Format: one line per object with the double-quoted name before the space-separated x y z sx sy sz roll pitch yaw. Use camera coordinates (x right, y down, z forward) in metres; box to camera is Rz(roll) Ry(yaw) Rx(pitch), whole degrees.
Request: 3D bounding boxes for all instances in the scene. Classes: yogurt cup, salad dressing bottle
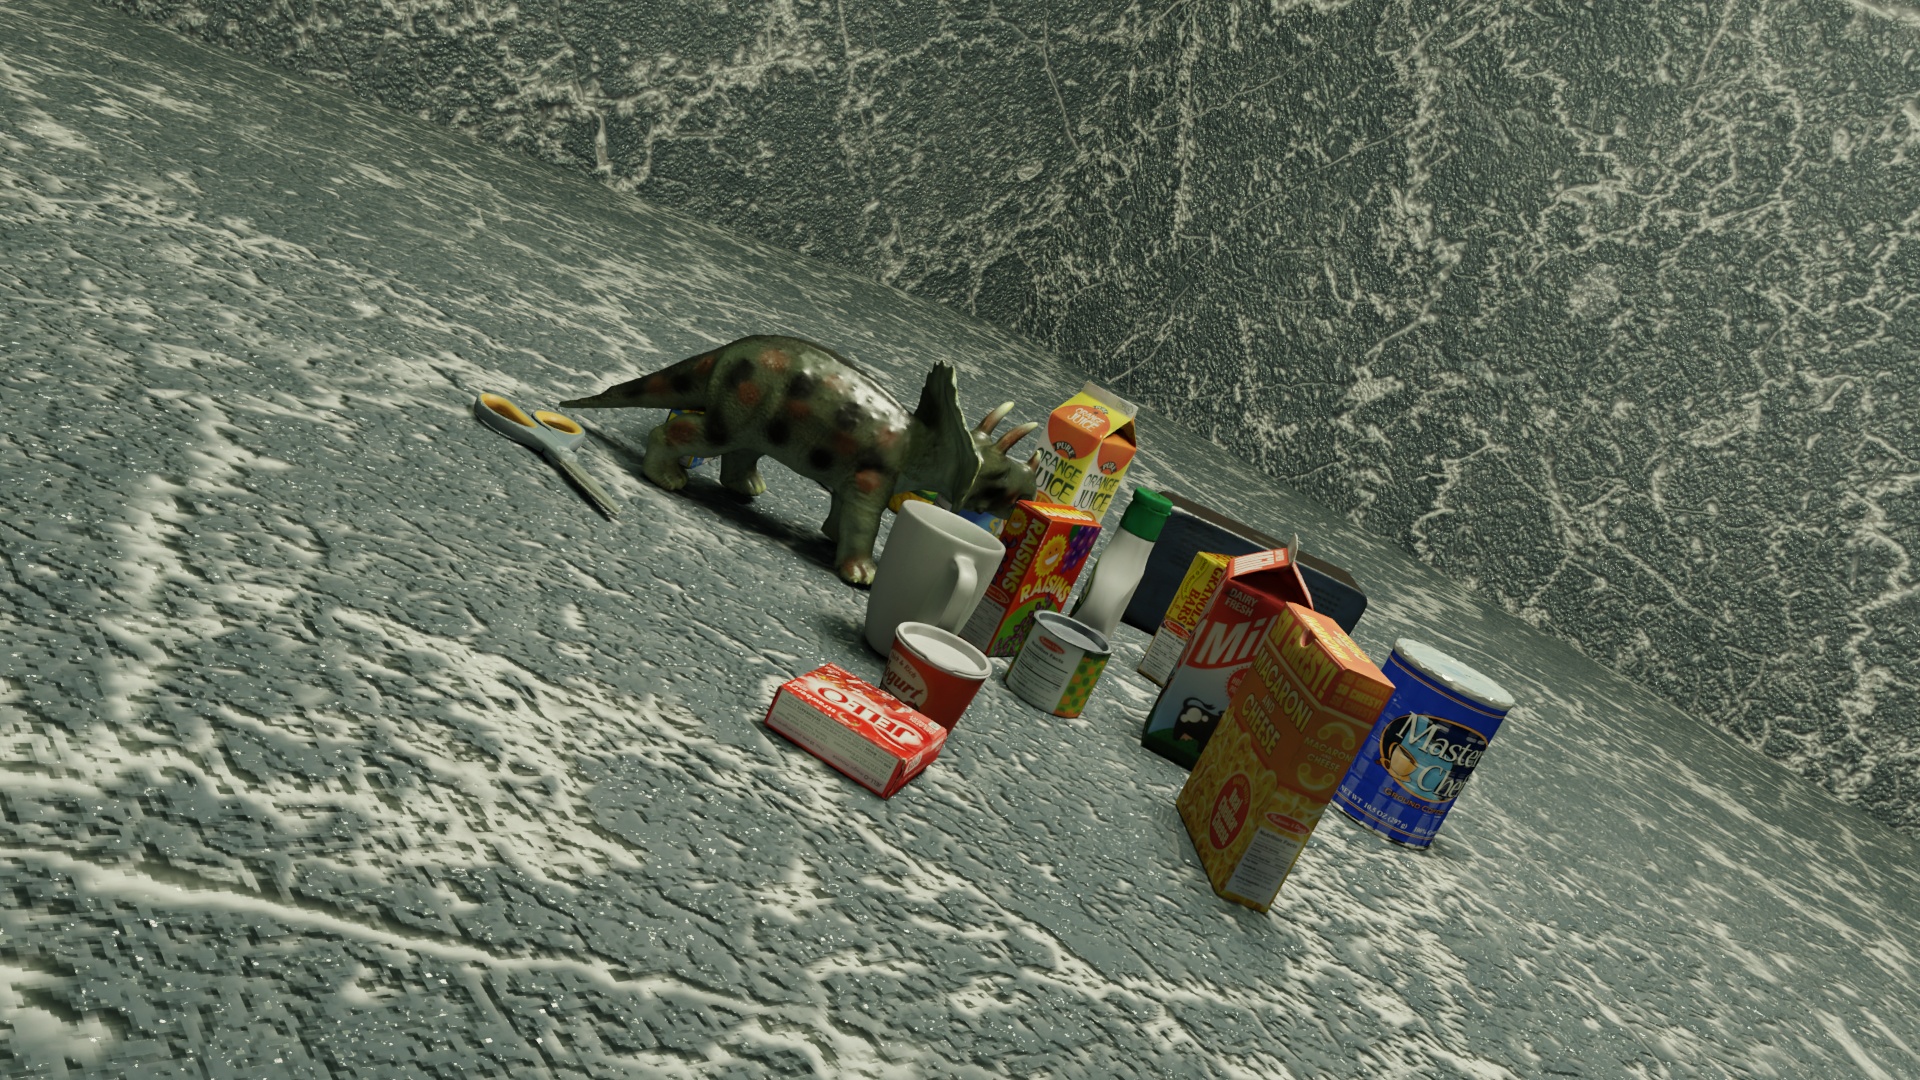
"yogurt cup" -0.021 0.092 0.908 0.072 0.053 0.072 24 13 -6
"salad dressing bottle" 0.143 0.024 1.251 0.044 0.147 0.064 27 13 8

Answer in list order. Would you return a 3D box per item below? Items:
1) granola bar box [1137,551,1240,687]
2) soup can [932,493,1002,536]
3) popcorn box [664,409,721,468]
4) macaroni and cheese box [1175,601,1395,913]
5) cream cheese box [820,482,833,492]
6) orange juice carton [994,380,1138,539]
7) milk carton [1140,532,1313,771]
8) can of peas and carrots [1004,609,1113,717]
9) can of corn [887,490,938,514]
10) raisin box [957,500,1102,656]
"granola bar box" 0.243 0.076 1.283 0.039 0.124 0.166 34 16 32
"soup can" 0.005 -0.016 1.295 0.071 0.083 0.071 24 13 -6
"popcorn box" -0.226 -0.118 1.267 0.038 0.085 0.127 26 13 3
"macaroni and cheese box" 0.205 0.136 0.901 0.040 0.166 0.124 23 13 -10
"cream cheese box" -0.108 -0.068 1.354 0.024 0.053 0.104 12 19 -44
"orange juice carton" 0.117 -0.067 1.451 0.072 0.192 0.073 34 16 34
"milk carton" 0.214 0.083 1.064 0.073 0.190 0.072 27 13 6
"can of peas and carrots" 0.076 0.094 1.060 0.071 0.058 0.071 24 13 -6
"can of corn" -0.038 -0.052 1.407 0.071 0.058 0.071 24 13 -6
"raisin box" 0.056 0.031 1.123 0.040 0.123 0.086 34 16 32
